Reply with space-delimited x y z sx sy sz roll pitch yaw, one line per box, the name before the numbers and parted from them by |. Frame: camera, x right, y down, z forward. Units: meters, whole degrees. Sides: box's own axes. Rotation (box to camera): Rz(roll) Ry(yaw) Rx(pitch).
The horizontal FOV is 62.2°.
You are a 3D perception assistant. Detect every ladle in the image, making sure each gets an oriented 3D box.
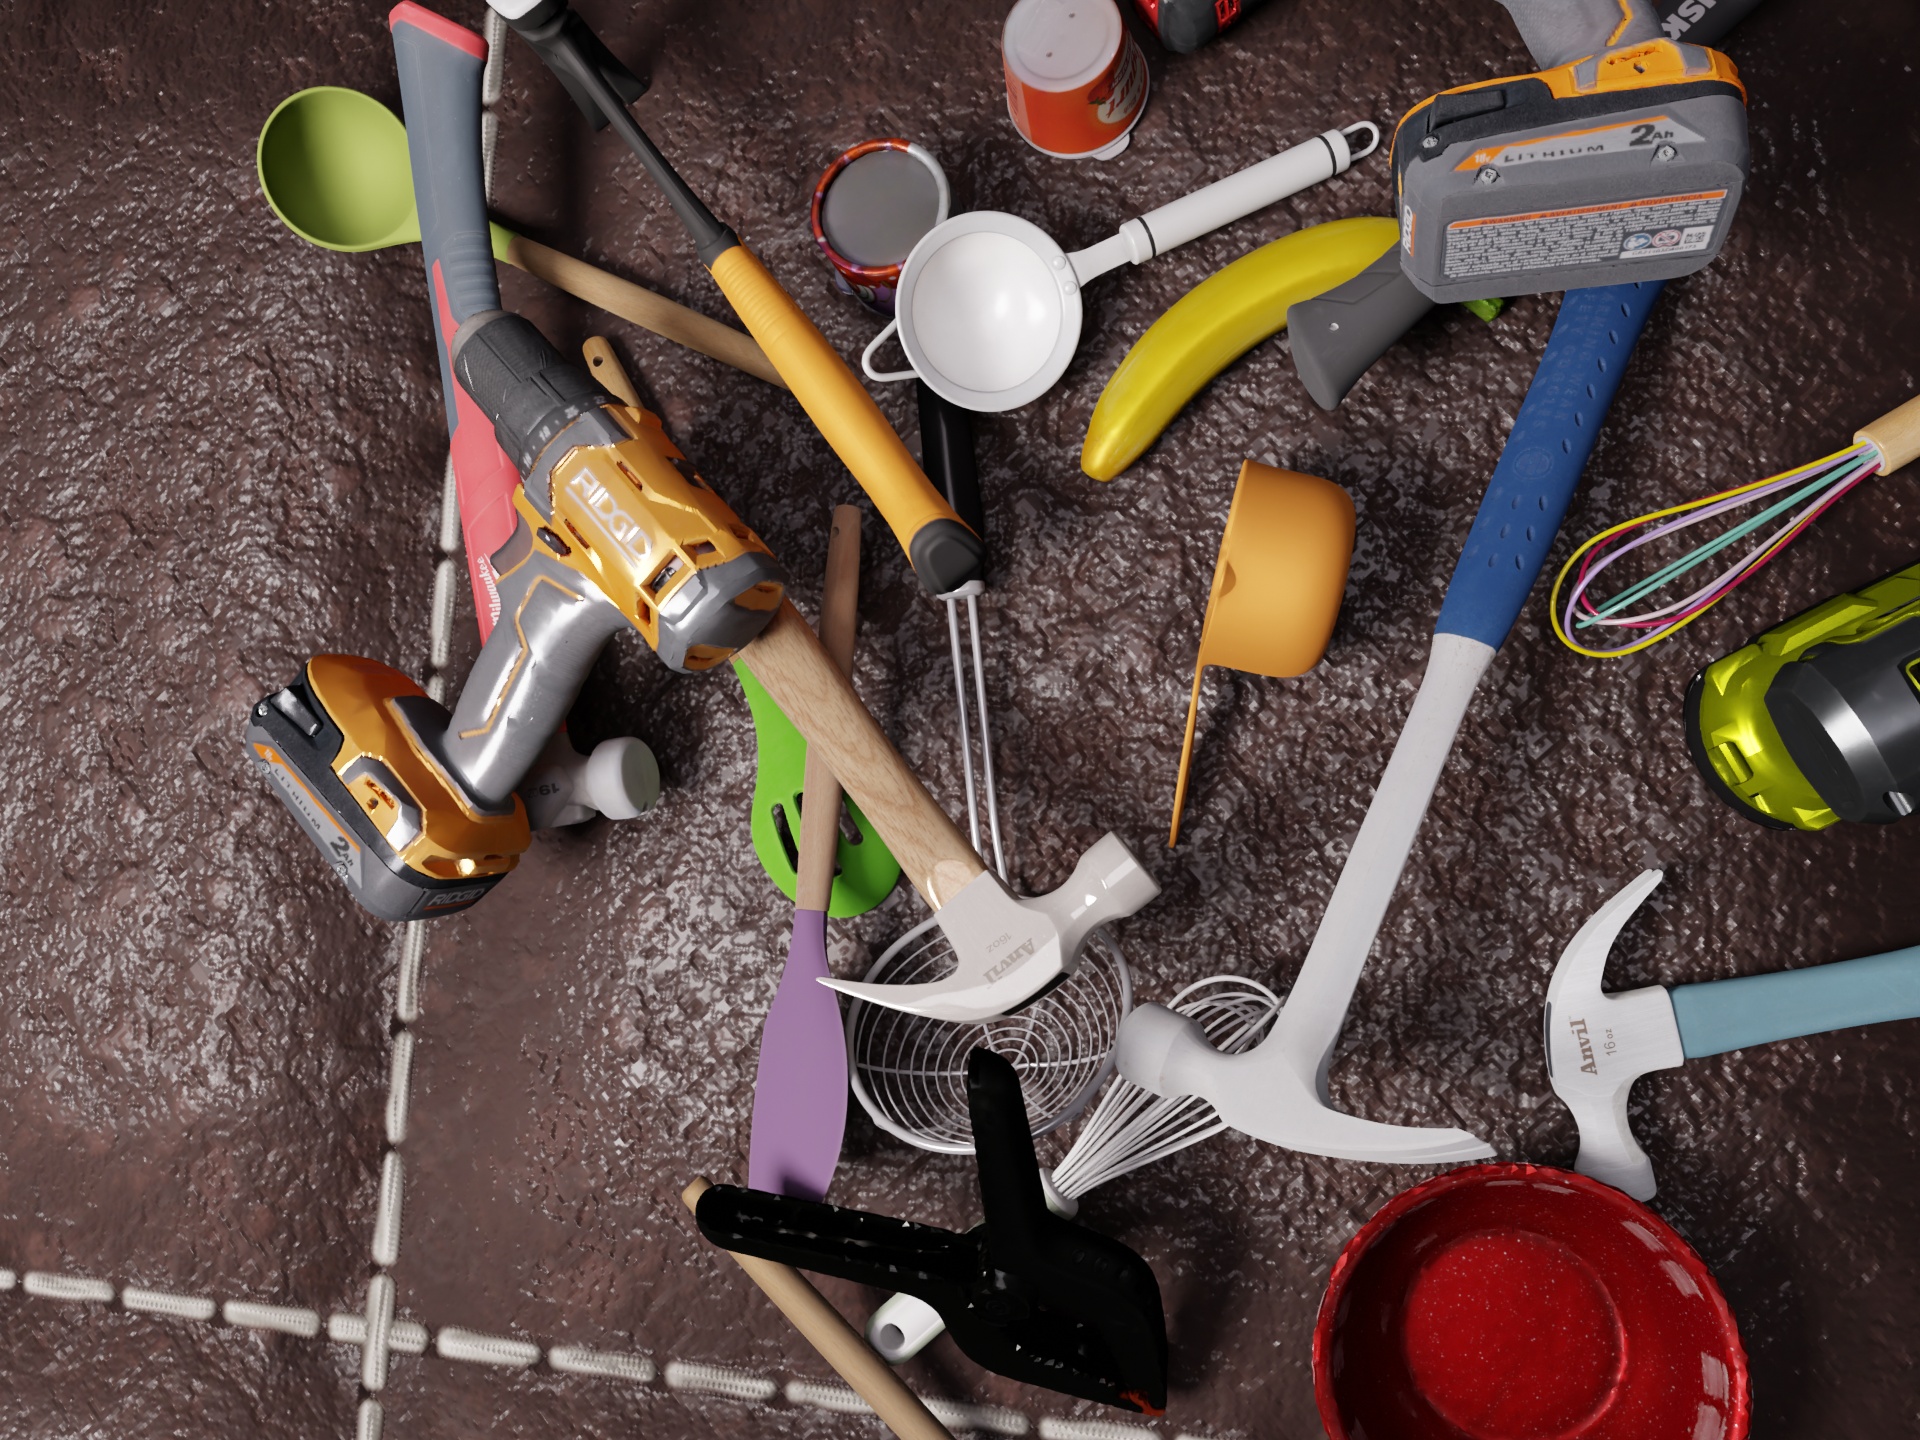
ladle | -0.202 -0.224 0.779 0.320 0.062 0.078 26 98 11

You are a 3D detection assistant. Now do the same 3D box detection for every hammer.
hammer | -0.065 -0.010 0.686 0.130 0.031 0.332 -41 66 4
hammer | 0.267 -0.250 0.661 0.335 0.035 0.146 -43 71 -2
hammer | 0.204 -0.019 0.636 0.144 0.035 0.405 17 76 36
hammer | -0.094 -0.193 0.717 0.034 0.127 0.337 -37 79 5
hammer | 0.400 0.100 0.626 0.331 0.033 0.128 -13 83 11
hammer | -0.238 -0.138 0.751 0.143 0.038 0.386 -8 91 19

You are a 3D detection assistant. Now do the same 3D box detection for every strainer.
strainer | 0.072 -0.211 0.716 0.258 0.050 0.086 -25 105 -2

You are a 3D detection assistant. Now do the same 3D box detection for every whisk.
whisk | 0.048 0.199 0.687 0.246 0.059 0.058 -44 78 10
whisk | 0.352 -0.101 0.651 0.245 0.051 0.047 -31 73 5

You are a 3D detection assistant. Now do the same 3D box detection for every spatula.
spatula | -0.062 0.058 0.702 0.060 0.018 0.316 -5 77 43

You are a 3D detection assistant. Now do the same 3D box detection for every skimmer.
skimmer | -0.001 -0.002 0.694 0.127 0.090 0.363 -8 83 16

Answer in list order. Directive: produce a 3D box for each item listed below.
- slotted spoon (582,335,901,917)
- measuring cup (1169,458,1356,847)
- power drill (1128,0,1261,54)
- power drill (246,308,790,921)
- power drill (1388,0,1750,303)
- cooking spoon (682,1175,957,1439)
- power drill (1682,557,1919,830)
slotted spoon | -0.114 -0.051 0.757 0.070 0.031 0.314 -29 78 10
measuring cup | 0.128 -0.022 0.683 0.052 0.095 0.173 11 106 6
power drill | 0.092 -0.428 0.725 0.143 0.078 0.220 -38 81 7
power drill | -0.205 -0.048 0.685 0.226 0.084 0.185 -45 76 13
power drill | 0.212 -0.282 0.624 0.164 0.084 0.227 -3 69 12
cooking spoon | -0.006 0.316 0.684 0.319 0.017 0.068 45 105 5
power drill | 0.350 -0.023 0.550 0.171 0.223 0.080 -29 80 8
